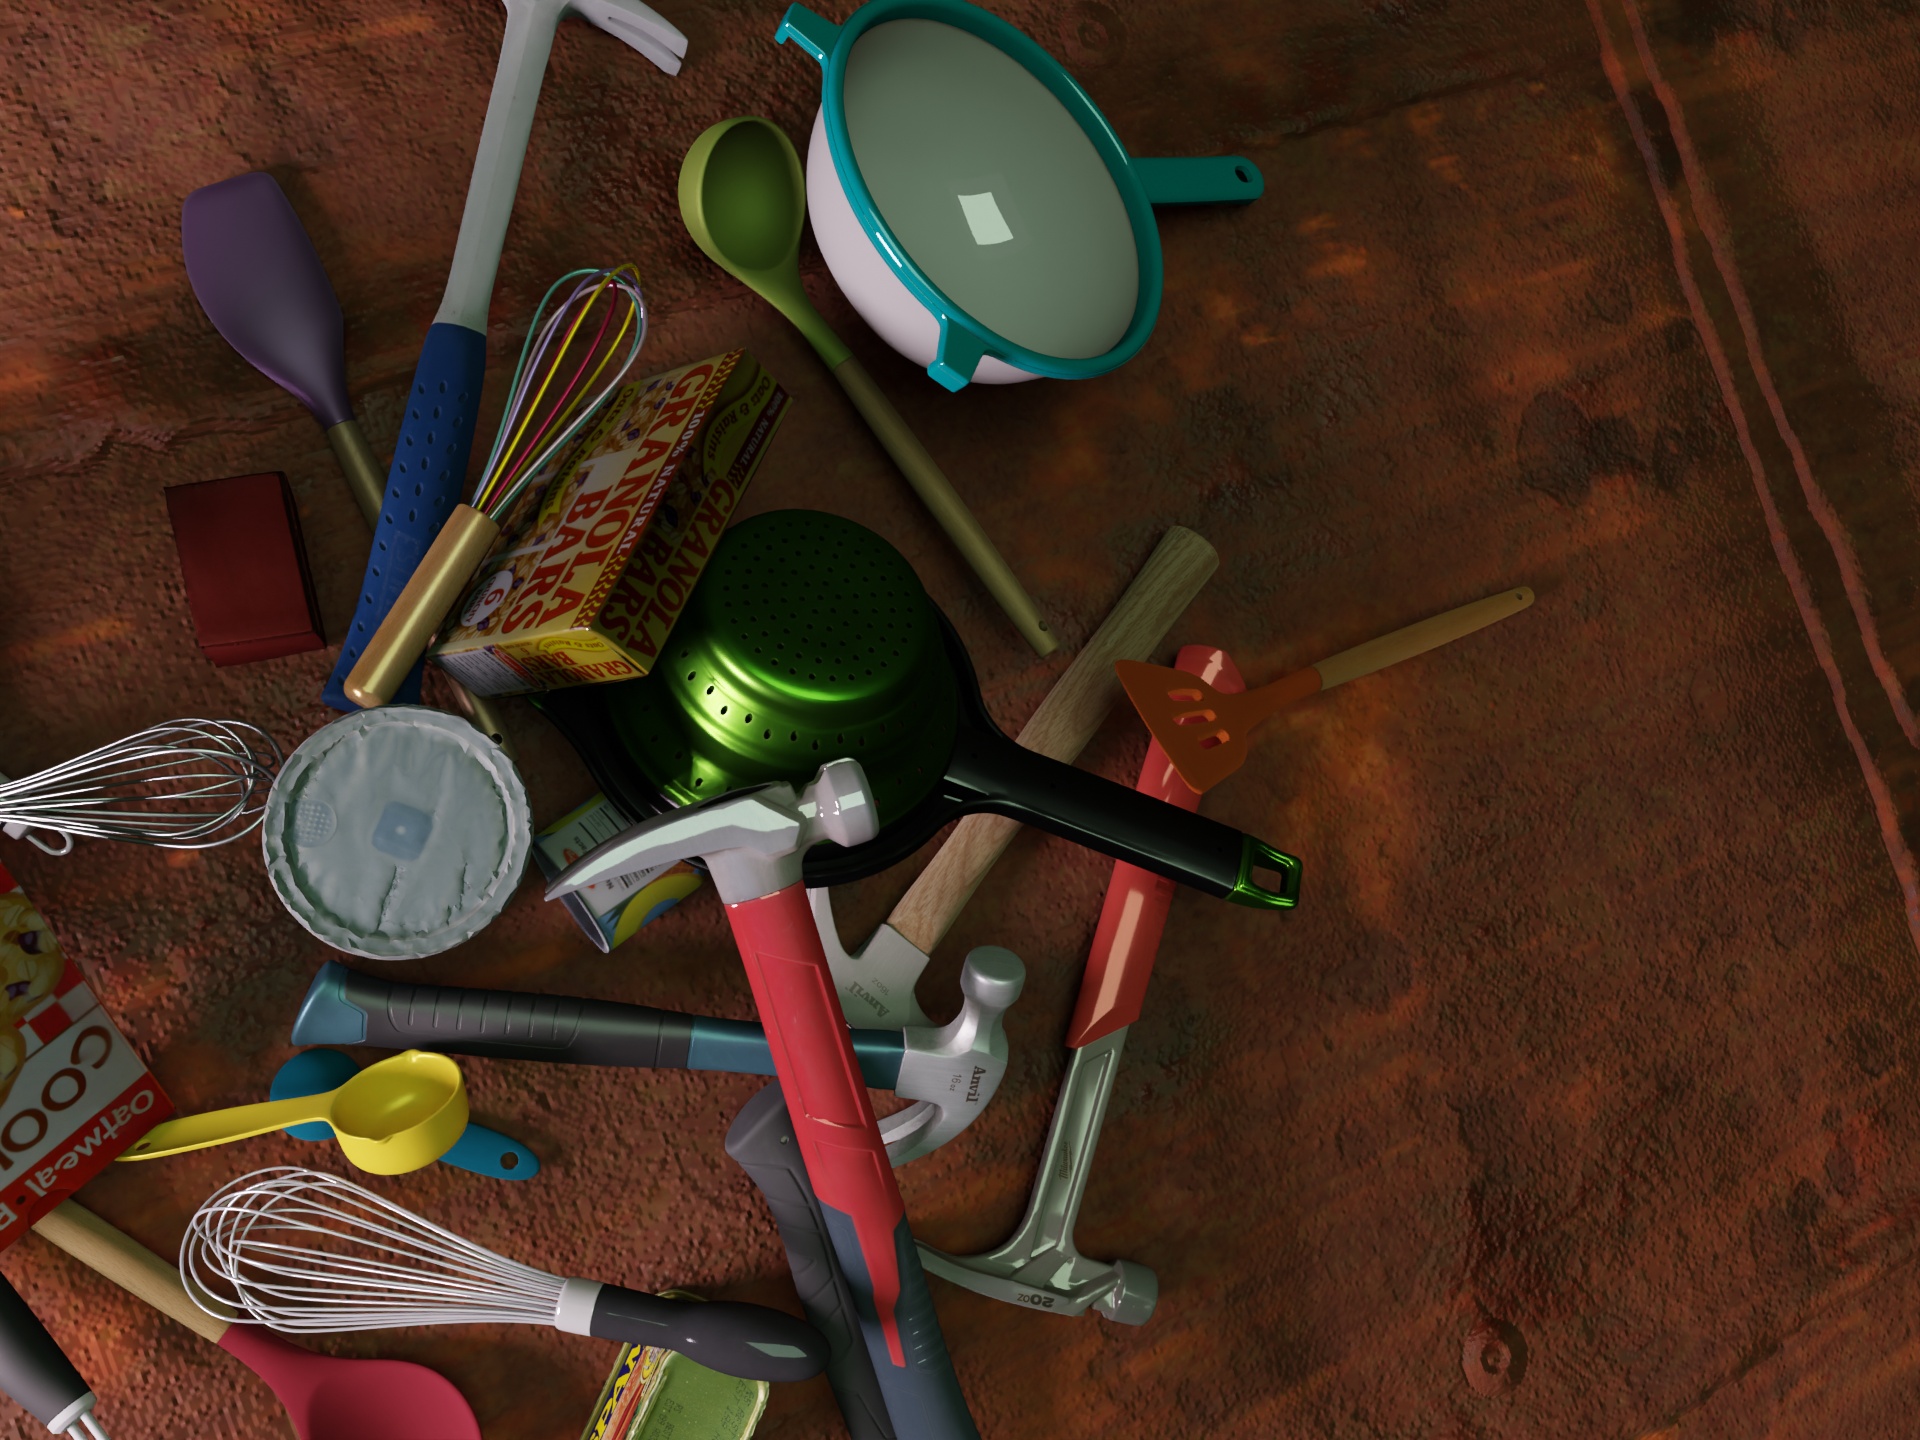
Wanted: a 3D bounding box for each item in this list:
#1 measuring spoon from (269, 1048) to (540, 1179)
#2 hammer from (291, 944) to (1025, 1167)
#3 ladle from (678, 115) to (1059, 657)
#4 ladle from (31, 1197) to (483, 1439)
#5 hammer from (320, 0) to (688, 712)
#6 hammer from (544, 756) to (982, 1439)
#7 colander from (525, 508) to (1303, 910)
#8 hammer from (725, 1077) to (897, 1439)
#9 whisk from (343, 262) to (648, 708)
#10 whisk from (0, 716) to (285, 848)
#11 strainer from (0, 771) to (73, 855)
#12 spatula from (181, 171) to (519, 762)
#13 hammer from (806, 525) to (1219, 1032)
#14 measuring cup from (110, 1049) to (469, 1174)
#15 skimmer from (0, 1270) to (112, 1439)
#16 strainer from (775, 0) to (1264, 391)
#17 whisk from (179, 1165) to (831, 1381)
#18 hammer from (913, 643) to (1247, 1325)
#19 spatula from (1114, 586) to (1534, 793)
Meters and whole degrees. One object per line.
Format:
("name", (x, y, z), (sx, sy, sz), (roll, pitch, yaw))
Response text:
("measuring spoon", (-0.257, 0.189, 0.740), (0.128, 0.021, 0.042), (23, 77, -12))
("hammer", (-0.142, 0.150, 0.754), (0.331, 0.033, 0.128), (7, 117, -9))
("ladle", (-0.039, -0.170, 0.826), (0.078, 0.062, 0.320), (-37, 92, -40))
("ladle", (-0.346, 0.255, 0.702), (0.315, 0.031, 0.069), (38, 70, -8))
("hammer", (-0.236, -0.198, 0.777), (0.144, 0.035, 0.406), (12, 76, -17))
("hammer", (-0.059, 0.219, 0.706), (0.143, 0.038, 0.386), (-18, 100, -10))
("colander", (-0.001, -0.002, 0.760), (0.397, 0.094, 0.205), (21, 55, -7))
("hammer", (-0.037, 0.327, 0.760), (0.146, 0.035, 0.334), (-20, 99, -19))
("whisk", (-0.211, -0.113, 0.730), (0.051, 0.047, 0.245), (34, 72, -23))
("whisk", (-0.408, 0.036, 0.673), (0.246, 0.057, 0.059), (-6, 67, 0))
("strainer", (-0.494, -0.025, 0.685), (0.258, 0.050, 0.087), (43, 95, -14))
("spatula", (-0.291, -0.119, 0.772), (0.060, 0.018, 0.316), (-27, 91, -18))
("hammer", (0.036, 0.025, 0.850), (0.130, 0.031, 0.331), (40, 73, -10))
("measuring cup", (-0.294, 0.184, 0.701), (0.156, 0.062, 0.029), (-10, 117, 0))
("skimmer", (-0.328, 0.335, 0.691), (0.127, 0.090, 0.363), (-42, 85, 11))
("strainer", (0.040, -0.267, 0.854), (0.340, 0.095, 0.211), (-21, 85, -45))
("whisk", (-0.195, 0.245, 0.686), (0.284, 0.070, 0.070), (11, 80, 2))
("hammer", (0.077, 0.127, 0.848), (0.149, 0.037, 0.359), (20, 78, -14))
("spatula", (0.217, -0.034, 0.883), (0.322, 0.041, 0.081), (-20, 70, -30))
